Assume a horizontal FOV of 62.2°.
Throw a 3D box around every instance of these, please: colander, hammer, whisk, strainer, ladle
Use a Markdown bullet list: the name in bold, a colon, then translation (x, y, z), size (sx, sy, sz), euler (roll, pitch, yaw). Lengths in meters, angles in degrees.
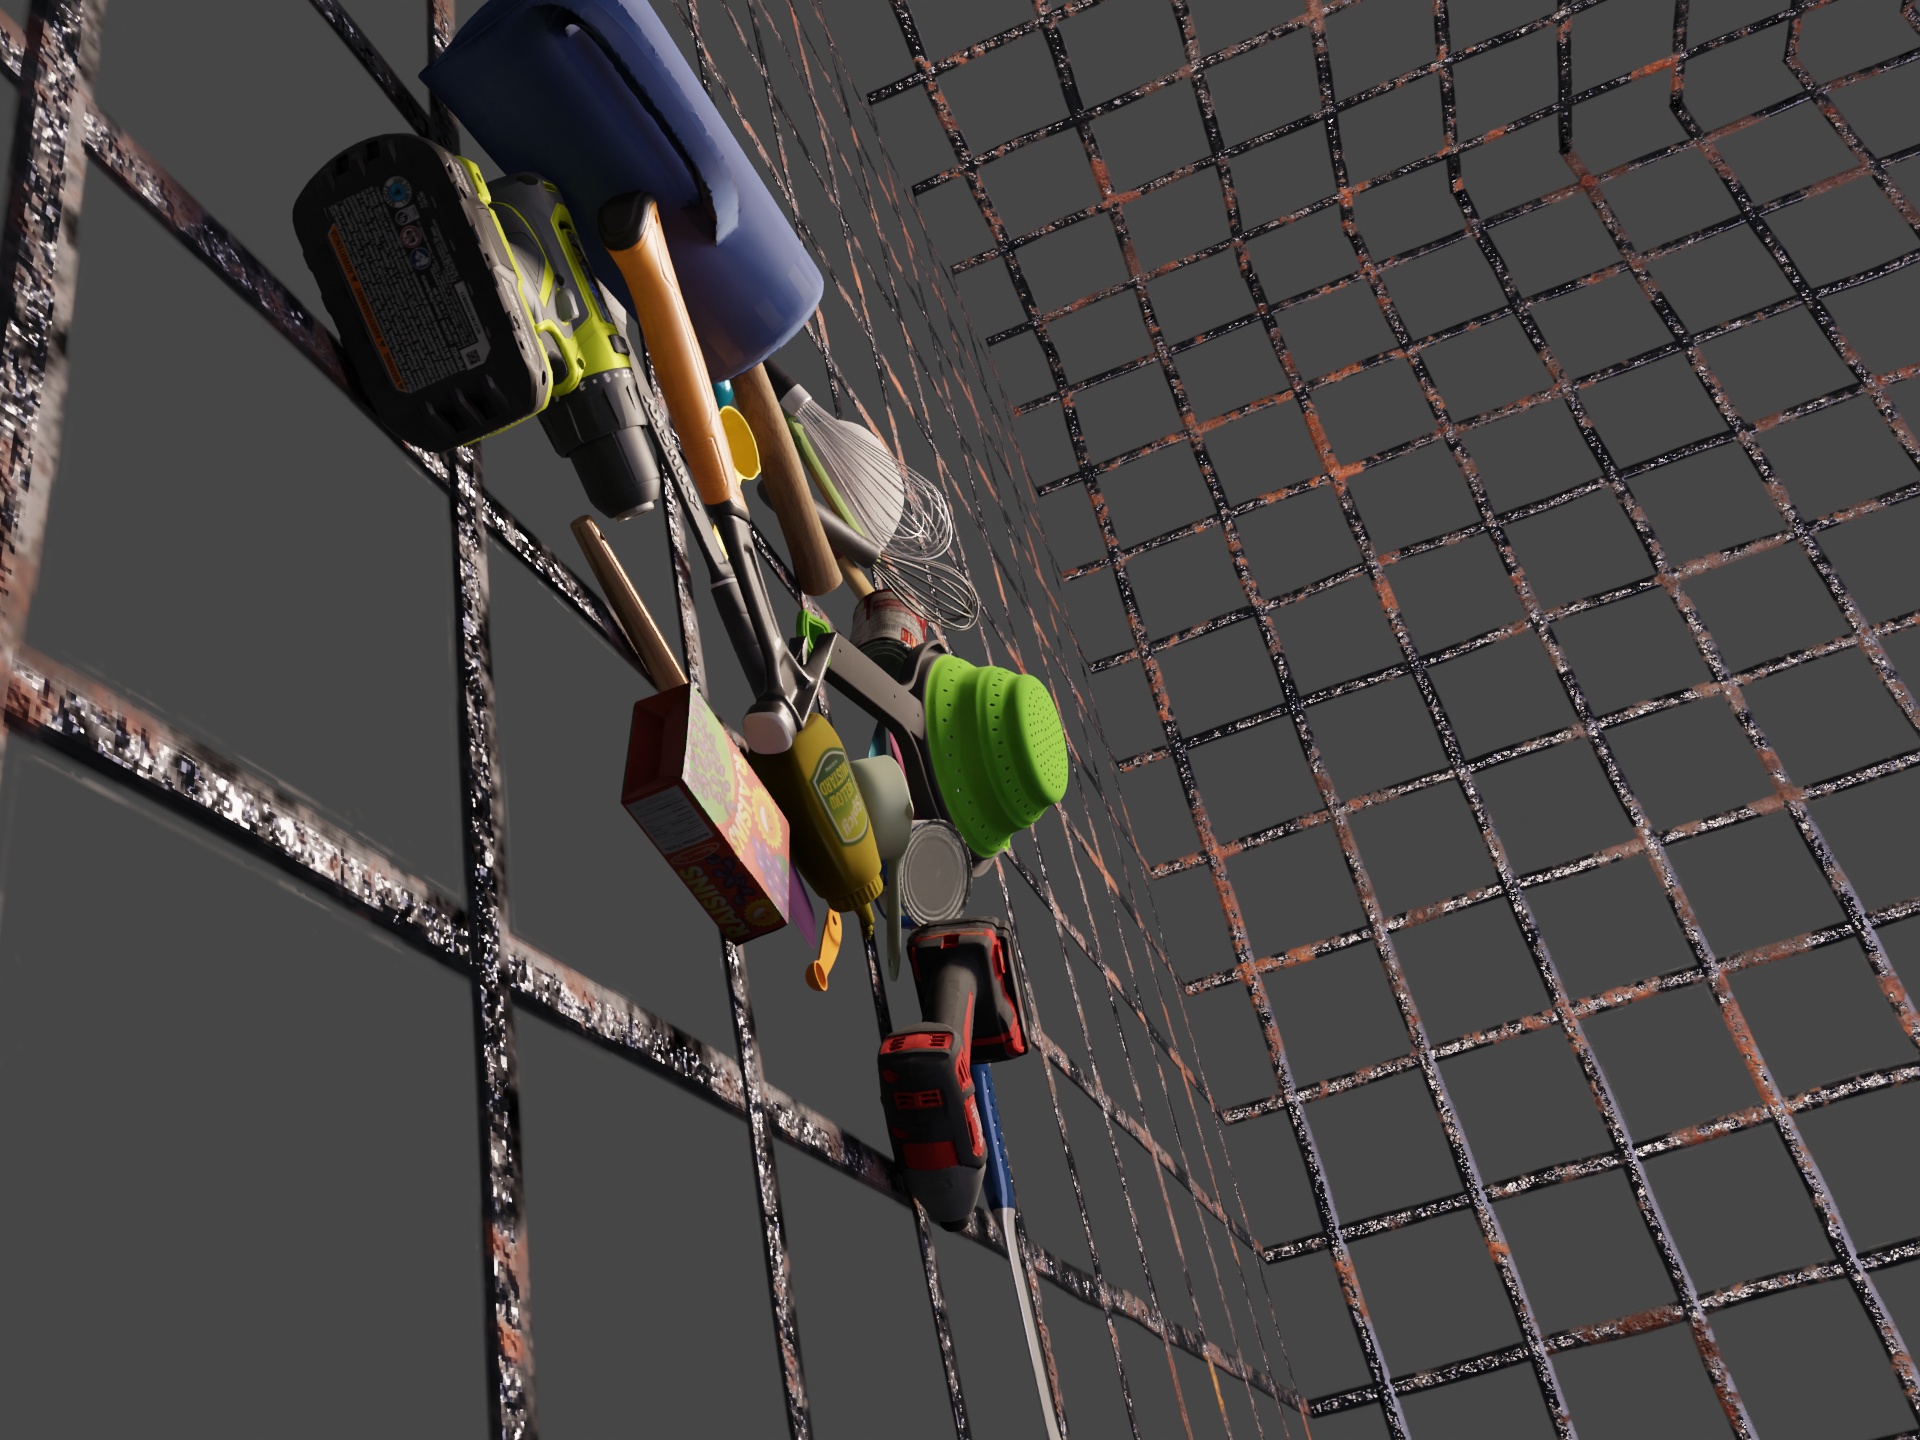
- **colander**: translation (-0.002, -0.004, 1.266), size (0.396, 0.094, 0.205), euler (41, 40, -58)
- **hammer**: translation (-0.150, -0.234, 1.219), size (0.031, 0.130, 0.331), euler (-105, 178, -51)
- **hammer**: translation (-0.144, -0.150, 0.956), size (0.127, 0.034, 0.336), euler (-74, 154, -55)
- **whisk**: translation (-0.113, -0.242, 1.316), size (0.284, 0.070, 0.070), euler (46, 13, -3)
- **hammer**: translation (0.033, 0.373, 1.178), size (0.143, 0.035, 0.406), euler (54, 19, -56)
- **strainer**: translation (-0.088, -0.223, 1.520), size (0.151, 0.069, 0.256), euler (59, 5, 2)
- **whisk**: translation (-0.075, -0.143, 1.351), size (0.238, 0.055, 0.055), euler (30, 33, -32)
- **hammer**: translation (-0.163, -0.105, 1.058), size (0.149, 0.036, 0.408), euler (-71, 141, -66)
- **ladle**: translation (-0.103, -0.142, 1.461), size (0.315, 0.031, 0.069), euler (56, 10, -58)

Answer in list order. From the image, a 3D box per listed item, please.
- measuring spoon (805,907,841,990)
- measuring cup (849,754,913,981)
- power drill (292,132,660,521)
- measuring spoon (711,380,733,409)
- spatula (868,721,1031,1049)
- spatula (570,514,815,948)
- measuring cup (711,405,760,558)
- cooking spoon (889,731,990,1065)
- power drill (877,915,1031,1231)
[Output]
- **measuring spoon**: translation (-0.090, 0.149, 1.045), size (0.117, 0.011, 0.021), euler (-84, 153, -75)
- **measuring cup**: translation (-0.065, 0.110, 1.160), size (0.083, 0.038, 0.167), euler (4, -83, 64)
- **power drill**: translation (-0.225, -0.192, 0.806), size (0.228, 0.080, 0.190), euler (-58, 126, -80)
- **measuring spoon**: translation (-0.188, -0.280, 1.295), size (0.129, 0.021, 0.042), euler (-78, 147, -71)
- **spatula**: translation (-0.011, 0.147, 1.301), size (0.317, 0.044, 0.082), euler (60, 16, -19)
- **spatula**: translation (-0.152, 0.012, 0.953), size (0.060, 0.018, 0.315), euler (-99, 166, -58)
- **measuring cup**: translation (-0.178, -0.163, 1.152), size (0.062, 0.029, 0.157), euler (53, 31, -46)
- **cooking spoon**: translation (-0.020, 0.147, 1.372), size (0.068, 0.017, 0.319), euler (43, 28, -61)
- **power drill**: translation (-0.005, 0.240, 1.106), size (0.220, 0.078, 0.143), euler (-69, 150, -68)
